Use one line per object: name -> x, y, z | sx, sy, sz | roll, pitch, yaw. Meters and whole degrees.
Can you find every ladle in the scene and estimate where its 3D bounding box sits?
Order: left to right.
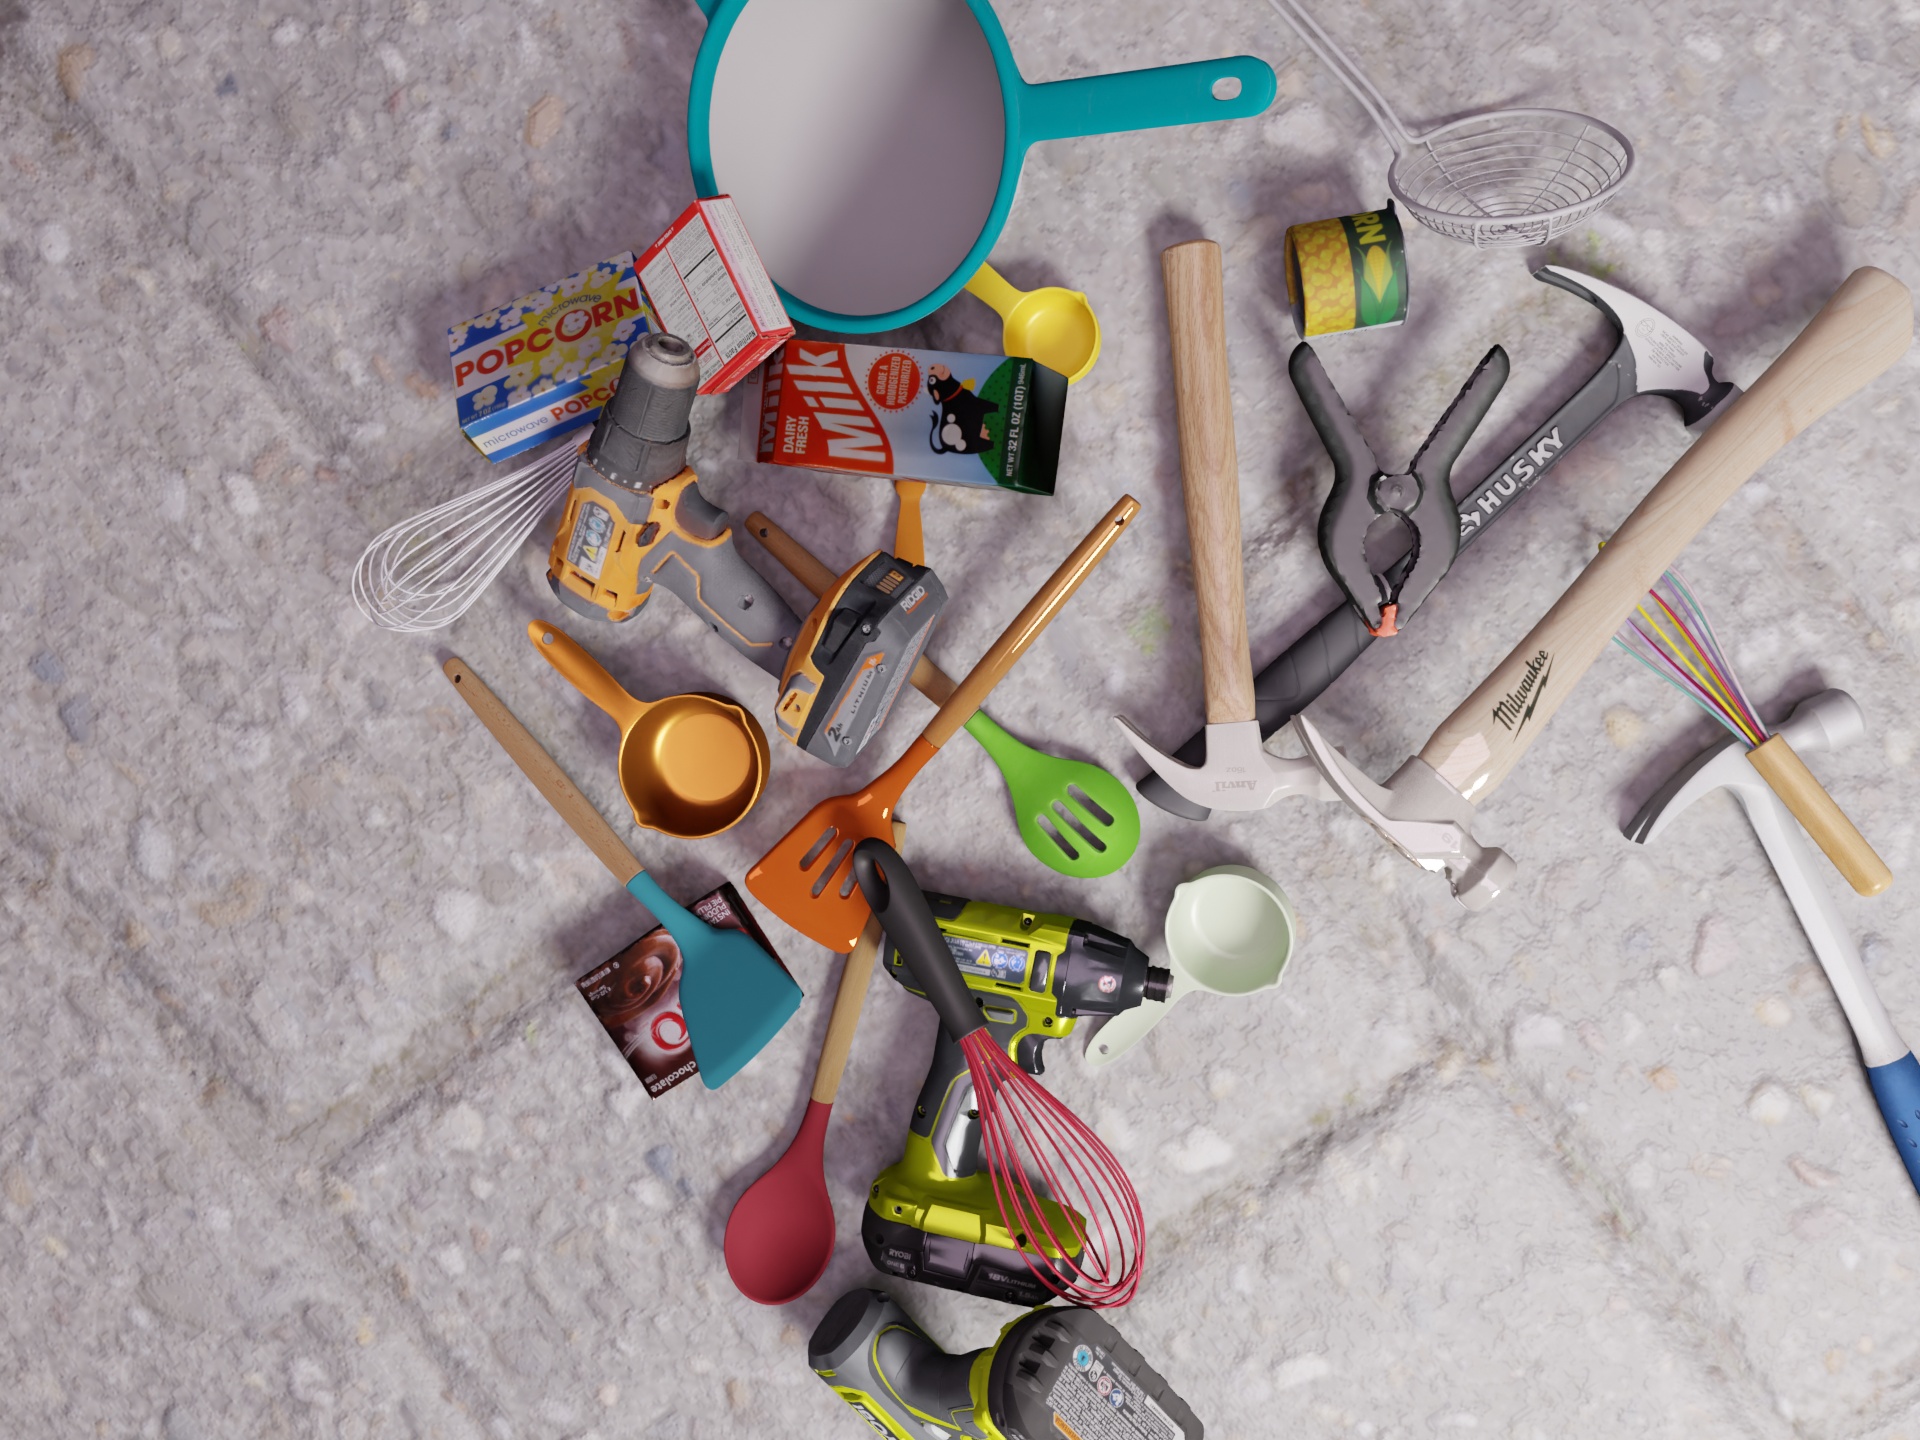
ladle -> -0.082, 0.213, 0.997 | 0.069, 0.031, 0.315 | 16, 95, 0

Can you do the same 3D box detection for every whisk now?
whisk -> -0.247, -0.147, 0.963 | 0.284, 0.070, 0.070 | -37, 92, 2
whisk -> 0.017, 0.194, 0.900 | 0.073, 0.073, 0.296 | -32, 77, 7
whisk -> 0.438, -0.003, 0.901 | 0.051, 0.047, 0.245 | -36, 79, 4

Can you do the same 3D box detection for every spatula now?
spatula -> -0.216, 0.076, 0.959 | 0.082, 0.044, 0.317 | -46, 79, 11
spatula -> -0.001, -0.003, 0.934 | 0.081, 0.041, 0.322 | 37, 104, -12

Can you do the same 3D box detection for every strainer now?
strainer -> 0.014, -0.325, 0.867 | 0.340, 0.095, 0.211 | 4, 108, 27

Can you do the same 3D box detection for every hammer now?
hammer -> 0.145, -0.113, 0.926 | 0.130, 0.031, 0.331 | -5, 88, 13
hammer -> 0.261, -0.089, 0.936 | 0.409, 0.036, 0.149 | -44, 90, 7
hammer -> 0.363, -0.094, 0.875 | 0.146, 0.038, 0.410 | 42, 89, 2
hammer -> 0.538, 0.192, 0.941 | 0.144, 0.035, 0.405 | -27, 93, 6

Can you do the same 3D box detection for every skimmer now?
skimmer -> 0.213, -0.400, 0.882 | 0.363, 0.090, 0.127 | 47, 65, 2

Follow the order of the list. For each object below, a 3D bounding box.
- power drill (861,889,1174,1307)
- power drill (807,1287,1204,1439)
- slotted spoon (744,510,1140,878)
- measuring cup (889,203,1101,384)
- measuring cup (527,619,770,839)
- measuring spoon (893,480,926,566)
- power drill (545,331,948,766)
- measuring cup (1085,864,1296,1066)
power drill -> 0.029, 0.225, 0.960 | 0.171, 0.080, 0.223 | 10, 94, 11
power drill -> 0.031, 0.414, 0.928 | 0.190, 0.228, 0.080 | 48, 54, -10
slotted spoon -> -0.014, -0.018, 0.969 | 0.314, 0.031, 0.070 | 43, 100, 1
measuring cup -> 0.019, -0.257, 0.948 | 0.156, 0.029, 0.062 | 42, 102, 12
measuring cup -> -0.191, -0.003, 0.972 | 0.173, 0.052, 0.095 | 42, 97, 2
measuring spoon -> -0.031, -0.096, 0.958 | 0.021, 0.011, 0.117 | 1, 84, -3
power drill -> -0.122, -0.098, 0.906 | 0.226, 0.084, 0.185 | 32, 129, 6
measuring cup -> 0.136, 0.154, 0.974 | 0.083, 0.038, 0.167 | 45, 114, 6
